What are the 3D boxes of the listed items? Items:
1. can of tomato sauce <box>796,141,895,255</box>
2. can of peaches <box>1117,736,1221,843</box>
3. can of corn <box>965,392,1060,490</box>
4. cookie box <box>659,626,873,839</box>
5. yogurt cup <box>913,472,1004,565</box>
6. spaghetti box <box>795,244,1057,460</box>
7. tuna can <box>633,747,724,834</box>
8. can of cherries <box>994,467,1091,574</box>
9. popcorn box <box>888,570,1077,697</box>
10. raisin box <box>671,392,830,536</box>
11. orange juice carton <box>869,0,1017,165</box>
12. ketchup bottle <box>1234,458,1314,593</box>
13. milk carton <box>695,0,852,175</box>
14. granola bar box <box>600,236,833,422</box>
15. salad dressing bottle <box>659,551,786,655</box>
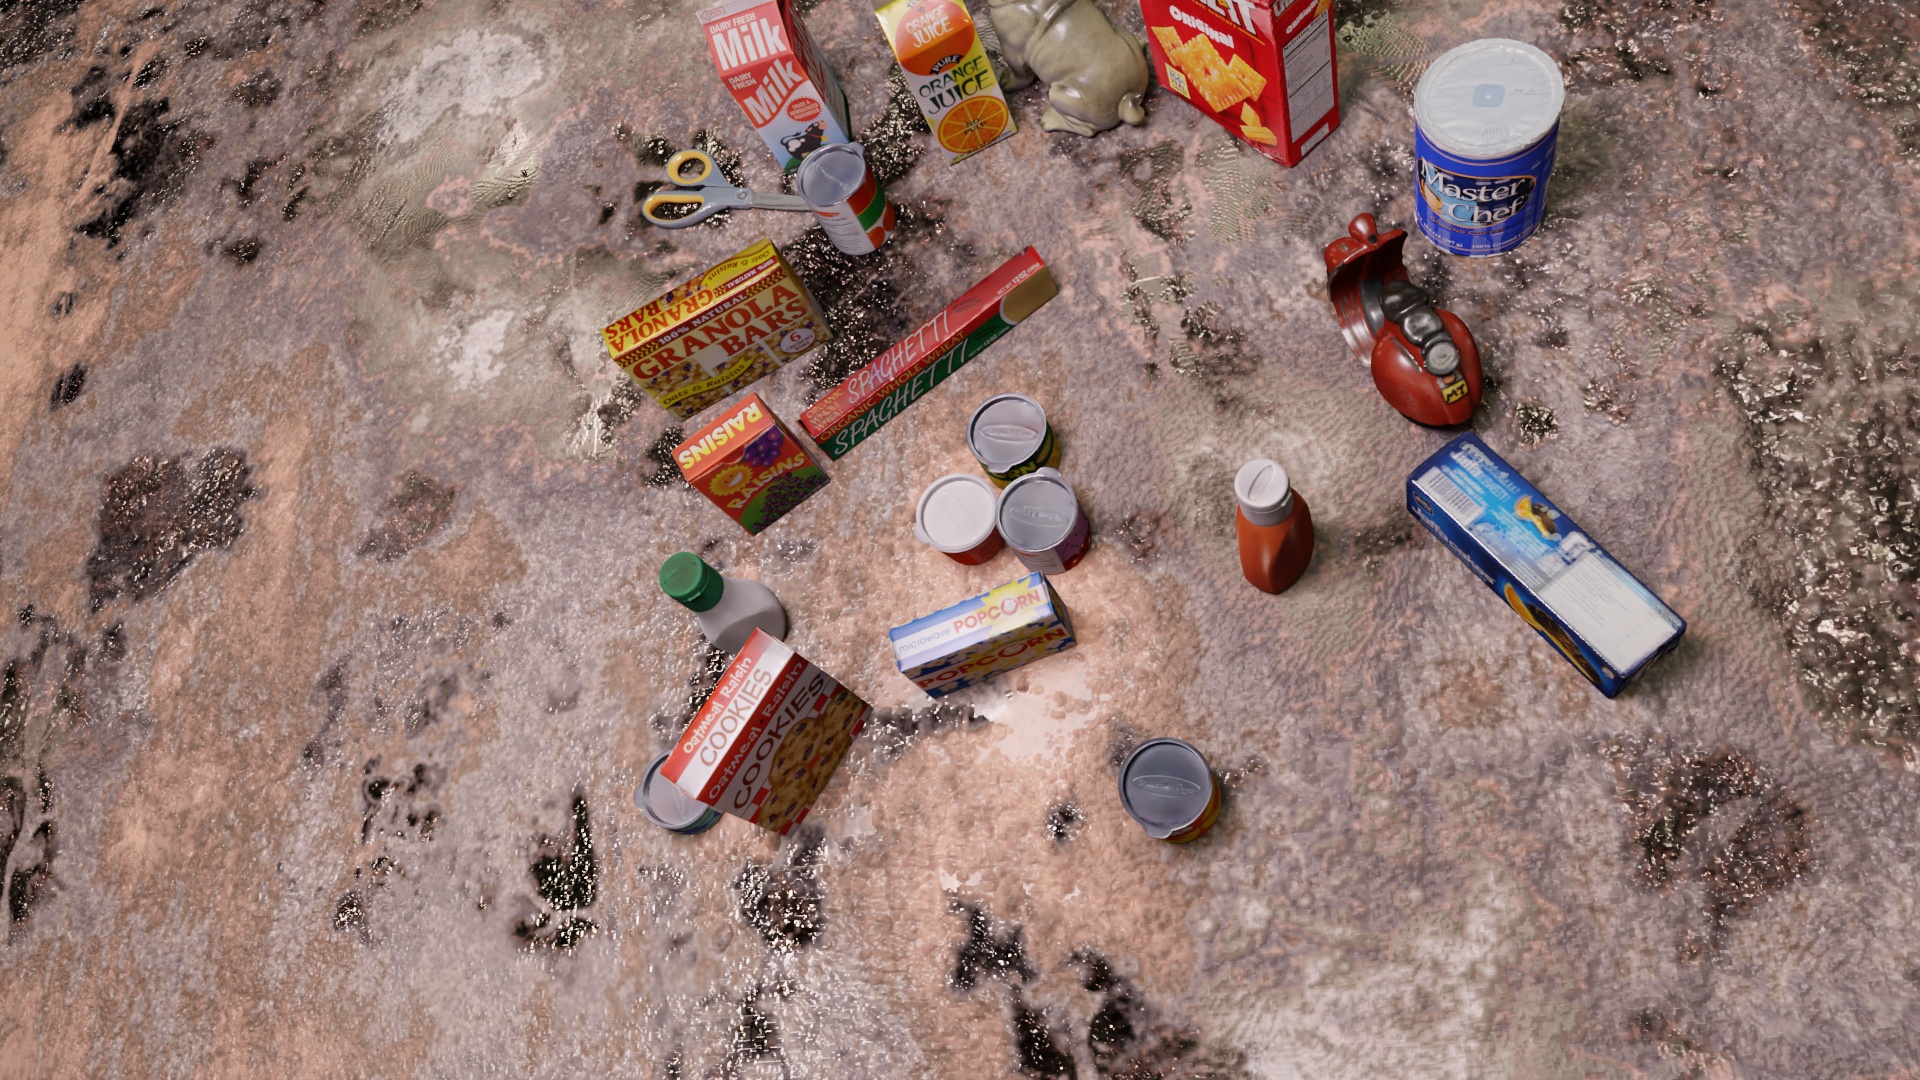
[{"bbox_3d":[-0.101,-0.309,1.257,0.071,0.083,0.071,-6,67,15],"label":"can of tomato sauce"},{"bbox_3d":[0.150,0.181,0.991,0.071,0.058,0.071,-6,67,15],"label":"can of peaches"},{"bbox_3d":[0.043,-0.076,1.130,0.071,0.058,0.071,-6,67,15],"label":"can of corn"},{"bbox_3d":[-0.140,0.147,1.035,0.040,0.167,0.123,28,80,25],"label":"cookie box"},{"bbox_3d":[0.004,-0.014,1.119,0.072,0.054,0.072,-6,67,15],"label":"yogurt cup"},{"bbox_3d":[-0.027,-0.159,1.191,0.250,0.050,0.029,-37,63,0],"label":"spaghetti box"},{"bbox_3d":[-0.223,0.202,1.114,0.071,0.032,0.071,-6,67,15],"label":"tuna can"},{"bbox_3d":[0.068,-0.015,1.097,0.071,0.058,0.072,-6,67,15],"label":"can of cherries"},{"bbox_3d":[0.018,0.074,1.061,0.126,0.085,0.038,-22,64,8],"label":"popcorn box"},{"bbox_3d":[-0.172,-0.061,1.155,0.086,0.123,0.040,-35,63,2],"label":"raisin box"},{"bbox_3d":[-0.017,-0.424,1.216,0.072,0.192,0.073,-25,64,7],"label":"orange juice carton"},{"bbox_3d":[0.224,-0.013,0.996,0.043,0.148,0.065,29,80,25],"label":"ketchup bottle"},{"bbox_3d":[-0.166,-0.425,1.265,0.072,0.190,0.074,-14,66,12],"label":"milk carton"},{"bbox_3d":[-0.209,-0.181,1.216,0.165,0.124,0.039,-28,63,5],"label":"granola bar box"},{"bbox_3d":[-0.188,0.050,1.101,0.064,0.147,0.044,-32,63,3],"label":"salad dressing bottle"}]
